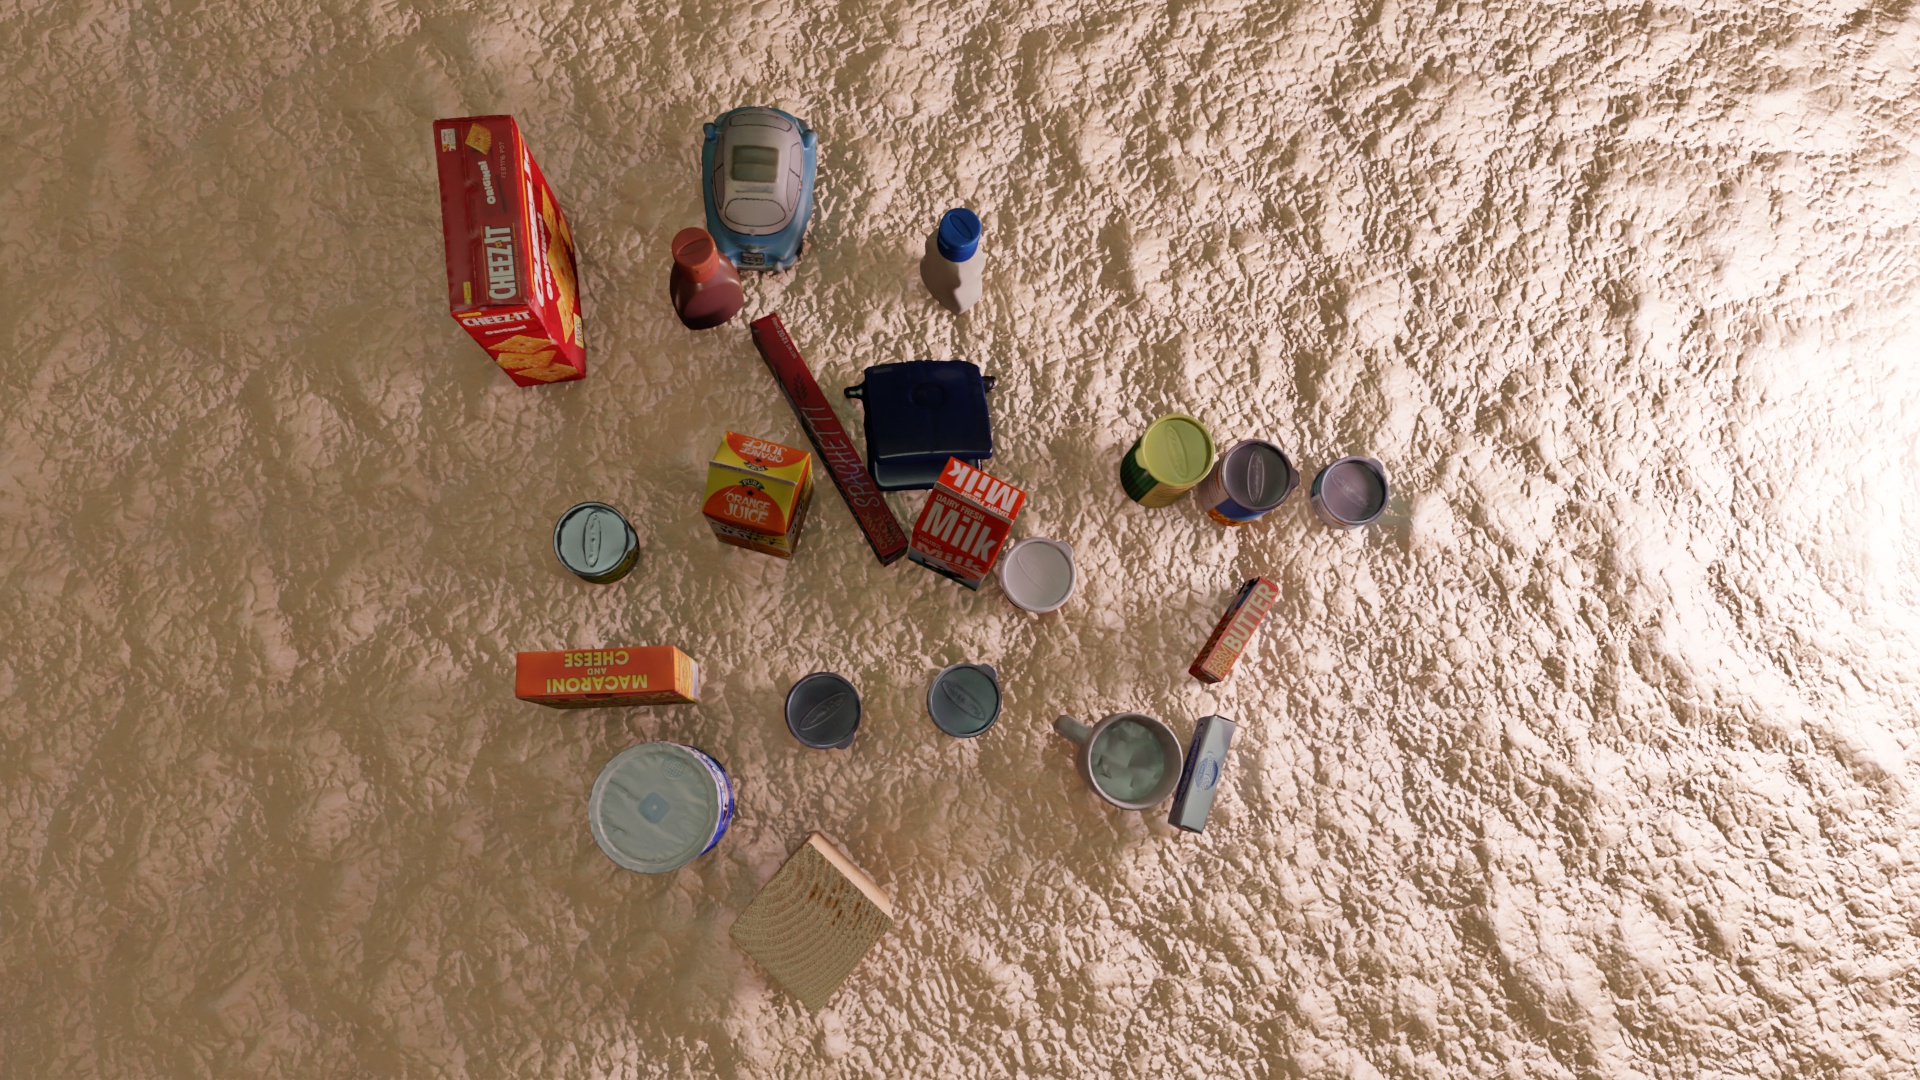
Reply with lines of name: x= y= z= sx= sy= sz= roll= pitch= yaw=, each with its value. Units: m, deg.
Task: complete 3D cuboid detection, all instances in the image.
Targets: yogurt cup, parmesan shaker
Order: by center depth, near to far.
yogurt cup: x=0.067 y=0.034 z=1.251 sx=0.072 sy=0.054 sz=0.072 roll=1 pitch=80 yaw=-5
parmesan shaker: x=0.182 y=-0.070 z=1.254 sx=0.071 sy=0.103 sz=0.071 roll=1 pitch=80 yaw=-5

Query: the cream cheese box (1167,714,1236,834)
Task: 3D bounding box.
cream cheese box: x=0.213 y=0.207 z=1.233 sx=0.024 sy=0.053 sz=0.104 roll=20 pitch=79 yaw=-1

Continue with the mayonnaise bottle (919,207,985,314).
mayonnaise bottle: x=-0.005 y=-0.254 z=1.248 sx=0.041 sy=0.148 sz=0.065 roll=-40 pitch=86 yaw=-10

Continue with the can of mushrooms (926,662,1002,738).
can of mushrooms: x=0.004 y=0.141 z=1.237 sx=0.071 sy=0.033 sz=0.071 roll=1 pitch=80 yaw=-5

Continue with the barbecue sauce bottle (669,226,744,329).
barbecue sauce bottle: x=-0.228 y=-0.231 z=1.226 sx=0.065 sy=0.148 sz=0.043 roll=-27 pitch=84 yaw=-8

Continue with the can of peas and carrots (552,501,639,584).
can of peas and carrots: x=-0.317 y=0.003 z=1.222 sx=0.071 sy=0.058 sz=0.071 roll=1 pitch=80 yaw=-5

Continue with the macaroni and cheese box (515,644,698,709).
macaroni and cheese box: x=-0.287 y=0.116 z=1.150 sx=0.124 sy=0.166 sz=0.040 roll=-2 pitch=81 yaw=-5

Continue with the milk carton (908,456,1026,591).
milk carton: x=0.004 y=-0.015 z=1.185 sx=0.072 sy=0.190 sz=0.073 roll=26 pitch=80 yaw=0

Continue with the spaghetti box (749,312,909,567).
spaghetti box: x=-0.119 y=-0.090 z=1.260 sx=0.029 sy=0.050 sz=0.250 roll=-29 pitch=84 yaw=-9

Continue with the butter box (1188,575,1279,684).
butter box: x=0.247 y=0.082 z=1.258 sx=0.024 sy=0.053 sz=0.103 roll=34 pitch=79 yaw=2

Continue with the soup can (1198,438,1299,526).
soup can: x=0.262 y=-0.051 z=1.267 sx=0.071 sy=0.083 sz=0.071 roll=1 pitch=80 yaw=-5

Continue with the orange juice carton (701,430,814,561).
orange juice carton: x=-0.169 y=-0.038 z=1.174 sx=0.072 sy=0.192 sz=0.073 roll=16 pitch=80 yaw=-2

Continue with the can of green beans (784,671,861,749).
can of green beans: x=-0.119 y=0.149 z=1.213 sx=0.071 sy=0.057 sz=0.071 roll=1 pitch=80 yaw=-5

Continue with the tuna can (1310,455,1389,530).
tuna can: x=0.365 y=-0.046 z=1.301 sx=0.071 sy=0.032 sz=0.071 roll=1 pitch=80 yaw=-5
